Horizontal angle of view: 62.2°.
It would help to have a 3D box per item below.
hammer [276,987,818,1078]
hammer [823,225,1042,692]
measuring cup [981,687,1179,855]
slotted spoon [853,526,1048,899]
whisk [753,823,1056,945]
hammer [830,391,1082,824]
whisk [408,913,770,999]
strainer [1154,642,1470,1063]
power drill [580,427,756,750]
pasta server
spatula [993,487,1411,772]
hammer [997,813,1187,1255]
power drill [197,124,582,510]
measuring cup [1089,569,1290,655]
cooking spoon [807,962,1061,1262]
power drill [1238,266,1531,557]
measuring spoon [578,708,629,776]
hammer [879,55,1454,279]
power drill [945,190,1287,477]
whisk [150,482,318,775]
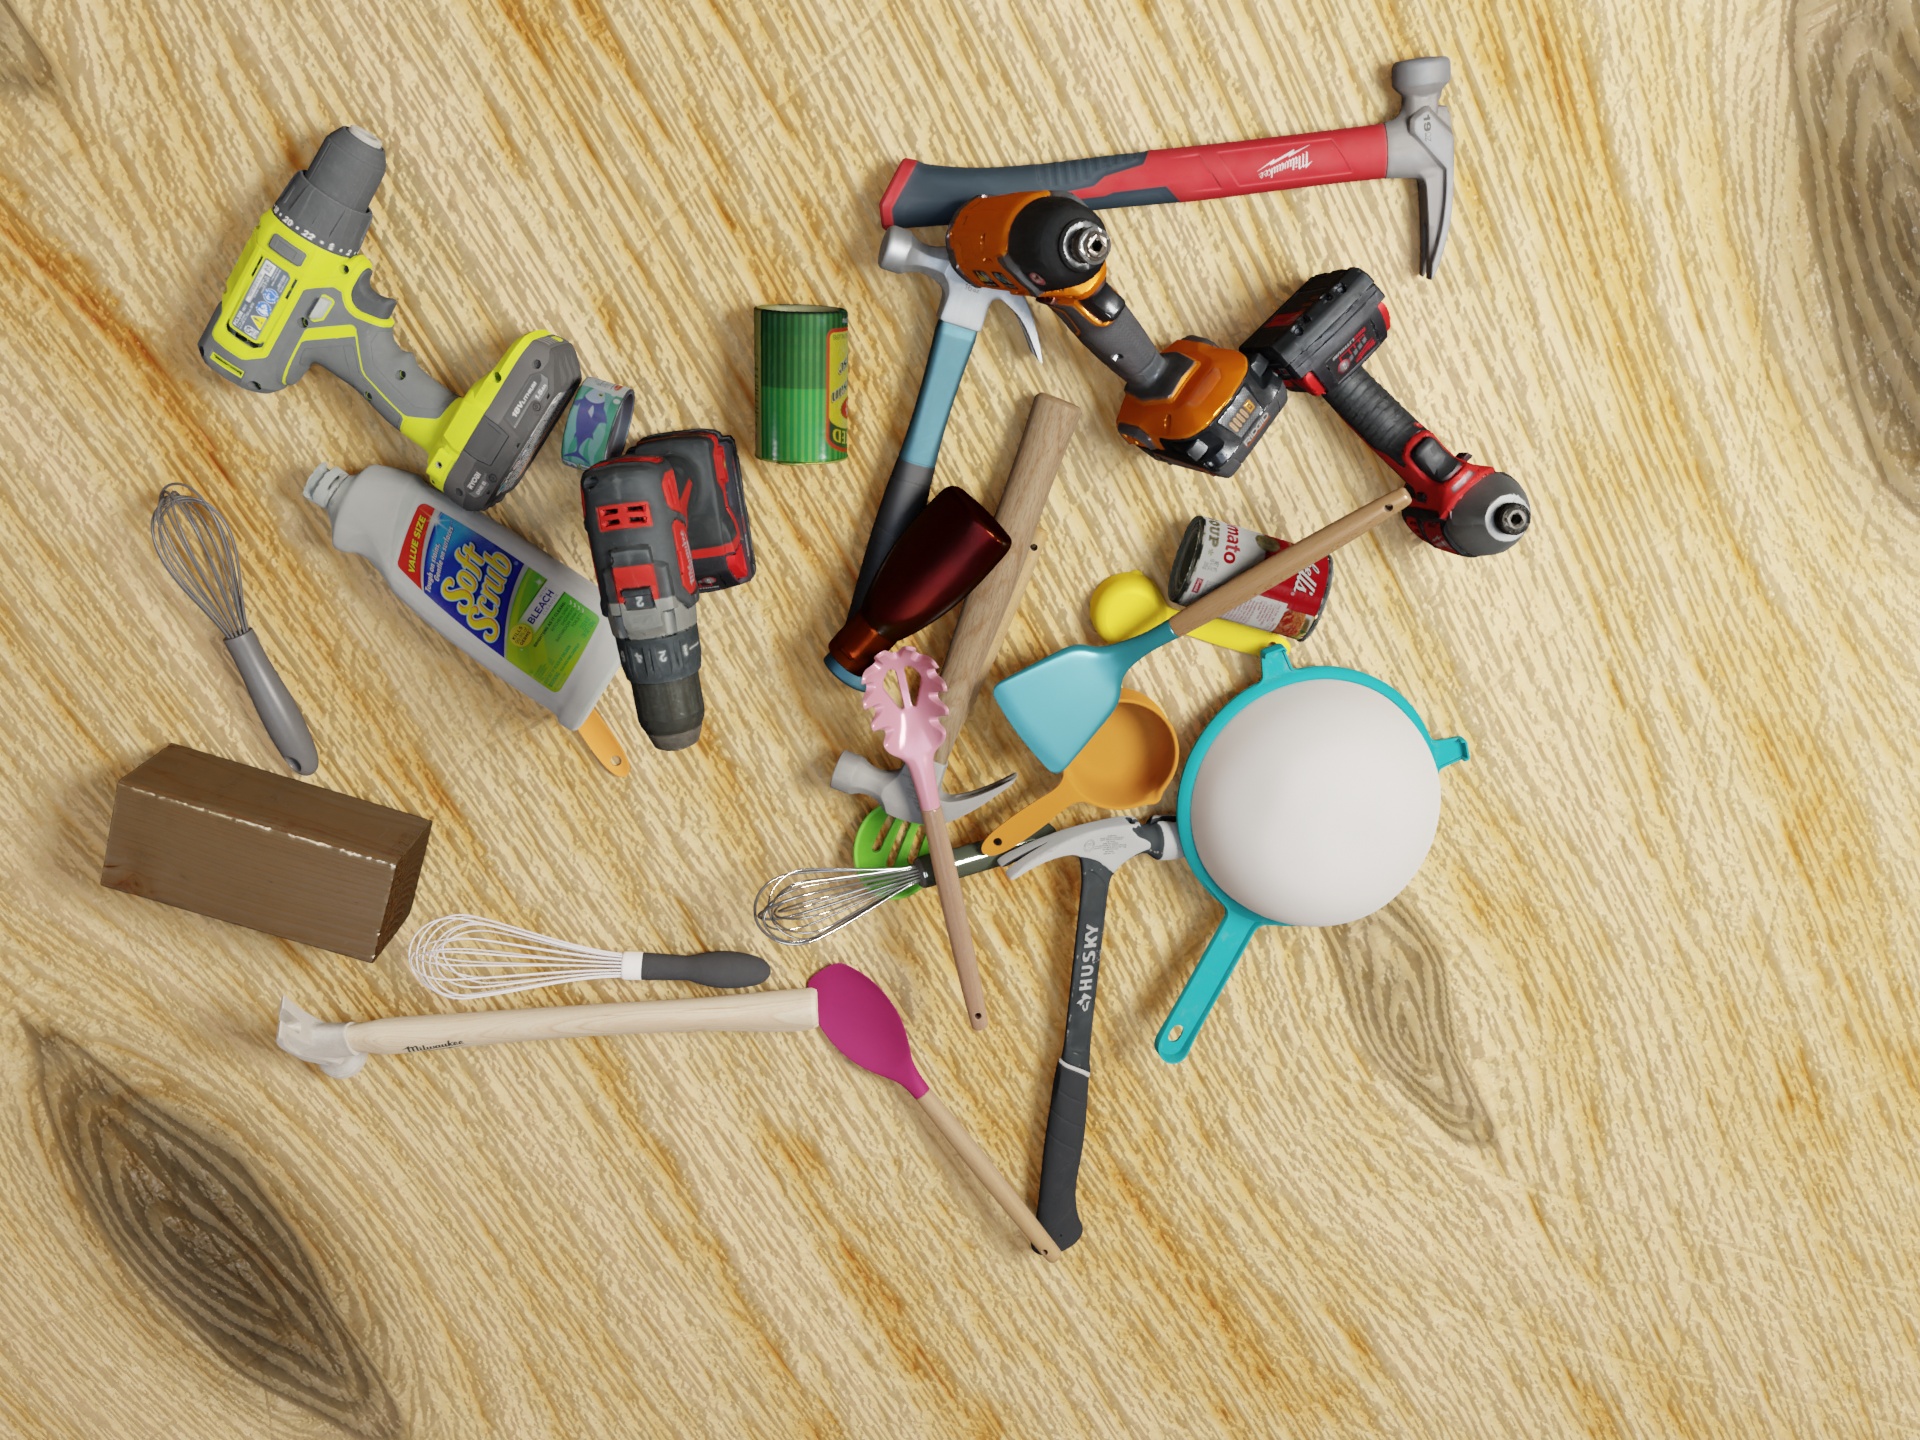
[{"bbox_3d":[-0.319,0.237,1.257,0.410,0.146,0.038,-3,66,-3],"label":"hammer"},{"bbox_3d":[-0.037,-0.174,1.142,0.128,0.033,0.331,13,112,-15],"label":"hammer"},{"bbox_3d":[0.085,0.043,1.214,0.173,0.052,0.095,-37,104,12],"label":"measuring cup"},{"bbox_3d":[-0.002,-0.004,1.213,0.070,0.031,0.313,22,106,-8],"label":"slotted spoon"},{"bbox_3d":[-0.039,0.118,1.213,0.246,0.059,0.057,-15,153,-18],"label":"whisk"},{"bbox_3d":[0.017,-0.076,1.164,0.130,0.031,0.331,21,104,2],"label":"hammer"},{"bbox_3d":[-0.294,0.195,1.270,0.284,0.070,0.070,4,110,-6],"label":"whisk"},{"bbox_3d":[0.245,0.127,1.195,0.211,0.095,0.340,25,99,-17],"label":"strainer"},{"bbox_3d":[-0.193,-0.098,1.072,0.080,0.227,0.187,-6,109,2],"label":"power drill"},{"bbox_3d":[-0.016,0.092,1.173,0.060,0.040,0.316,-12,108,0],"label":"pasta server"},{"bbox_3d":[0.171,-0.072,1.110,0.317,0.044,0.082,-31,104,25],"label":"spatula"},{"bbox_3d":[0.090,0.266,1.290,0.149,0.036,0.408,-3,114,-18],"label":"hammer"},{"bbox_3d":[-0.383,-0.271,1.093,0.228,0.080,0.190,34,106,-9],"label":"power drill"},{"bbox_3d":[0.173,-0.068,1.187,0.156,0.029,0.062,14,109,-3],"label":"measuring cup"},{"bbox_3d":[-0.016,0.327,1.315,0.068,0.017,0.319,-34,98,22],"label":"cooking spoon"},{"bbox_3d":[0.299,-0.199,1.083,0.078,0.143,0.219,-44,102,5],"label":"power drill"},{"bbox_3d":[-0.289,-0.004,1.222,0.021,0.011,0.116,-31,110,-1],"label":"measuring spoon"},{"bbox_3d":[0.139,-0.354,1.083,0.386,0.038,0.143,-6,111,2],"label":"hammer"},{"bbox_3d":[0.106,-0.255,1.031,0.226,0.164,0.084,36,90,-28],"label":"power drill"},{"bbox_3d":[-0.534,-0.064,1.183,0.055,0.055,0.238,-15,113,5],"label":"whisk"}]
